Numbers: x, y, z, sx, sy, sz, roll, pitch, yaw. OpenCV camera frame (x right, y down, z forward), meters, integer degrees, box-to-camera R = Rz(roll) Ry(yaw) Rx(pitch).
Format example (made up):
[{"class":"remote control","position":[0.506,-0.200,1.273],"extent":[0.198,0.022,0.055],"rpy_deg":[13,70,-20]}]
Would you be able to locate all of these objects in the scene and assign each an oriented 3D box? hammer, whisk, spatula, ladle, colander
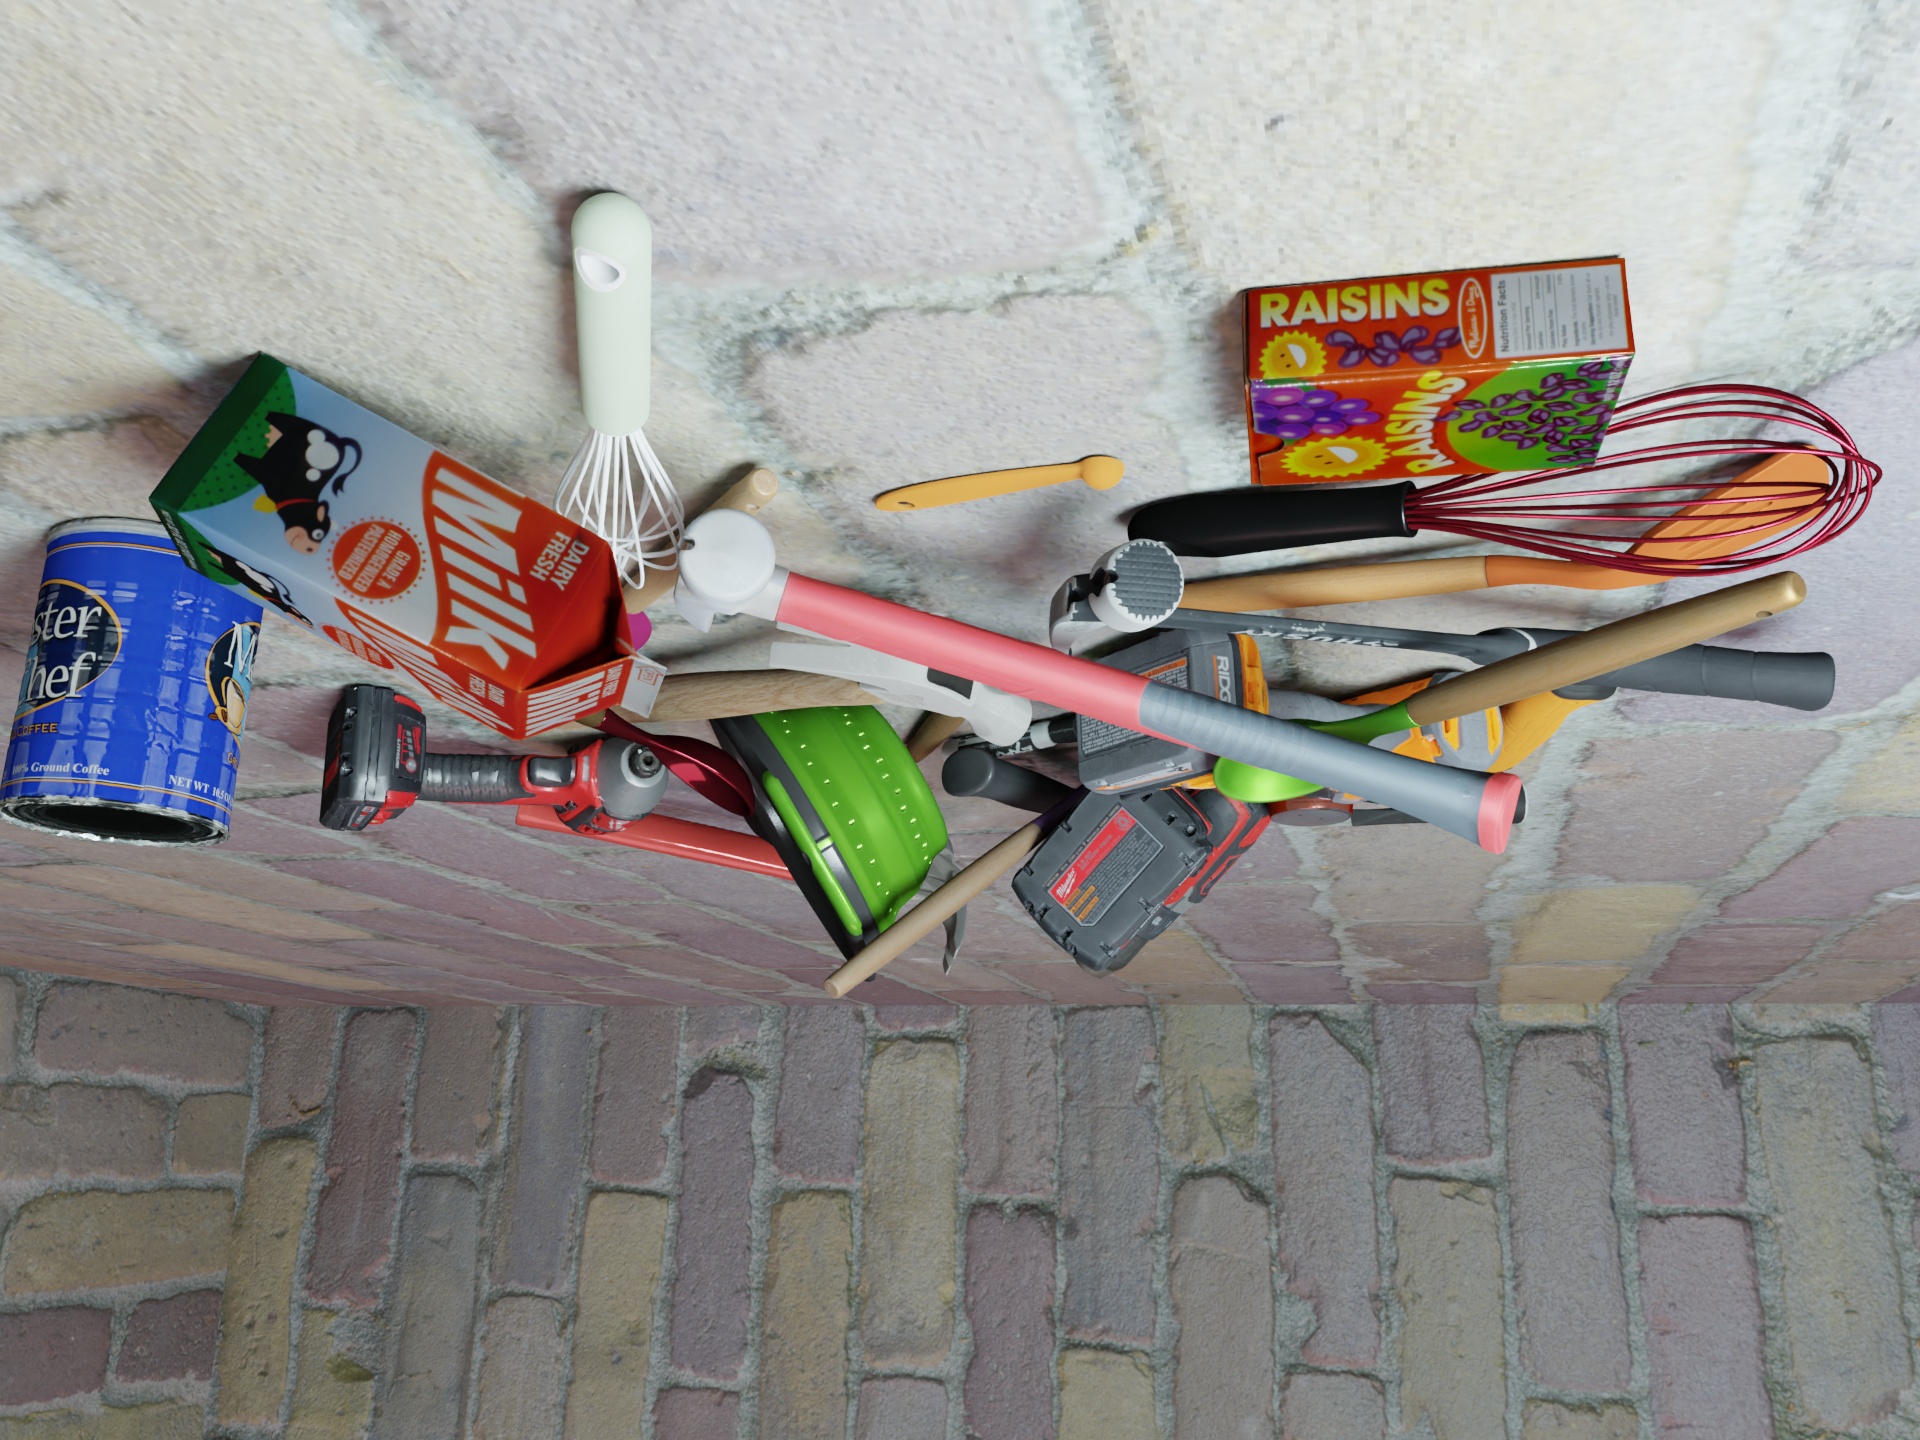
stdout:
[{"class":"hammer","position":[0.341,0.018,1.029],"extent":[0.127,0.034,0.336],"rpy_deg":[-1,164,4]},{"class":"whisk","position":[-0.129,-0.113,0.596],"extent":[0.058,0.059,0.246],"rpy_deg":[20,157,-3]},{"class":"spatula","position":[0.220,-0.075,0.737],"extent":[0.323,0.041,0.081],"rpy_deg":[-3,165,31]},{"class":"hammer","position":[0.237,-0.034,0.757],"extent":[0.408,0.036,0.149],"rpy_deg":[5,173,-14]},{"class":"ladle","position":[-0.209,-0.011,0.826],"extent":[0.069,0.031,0.315],"rpy_deg":[16,170,37]},{"class":"hammer","position":[-0.127,-0.016,0.877],"extent":[0.331,0.031,0.130],"rpy_deg":[-3,159,41]},{"class":"spatula","position":[0.031,0.081,0.985],"extent":[0.316,0.018,0.059],"rpy_deg":[-34,177,-38]},{"class":"spatula","position":[-0.002,-0.003,0.969],"extent":[0.082,0.044,0.317],"rpy_deg":[13,163,-10]},{"class":"hammer","position":[0.064,-0.010,0.710],"extent":[0.386,0.038,0.143],"rpy_deg":[17,174,-8]},{"class":"hammer","position":[-0.170,0.110,1.259],"extent":[0.359,0.149,0.036],"rpy_deg":[13,121,-13]},{"class":"whisk","position":[0.200,-0.087,0.640],"extent":[0.296,0.073,0.073],"rpy_deg":[-1,165,34]},{"class":"hammer","position":[0.080,0.059,1.146],"extent":[0.146,0.035,0.334],"rpy_deg":[-6,168,25]},{"class":"colander","position":[-0.091,0.054,1.087],"extent":[0.094,0.204,0.397],"rpy_deg":[-30,-173,-11]}]

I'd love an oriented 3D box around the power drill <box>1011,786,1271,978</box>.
[{"class":"power drill","position":[0.117,0.108,1.069],"extent":[0.188,0.080,0.226],"rpy_deg":[-50,161,14]}]

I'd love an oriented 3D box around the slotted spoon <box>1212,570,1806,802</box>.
[{"class":"slotted spoon","position":[0.223,-0.011,0.702],"extent":[0.070,0.031,0.314],"rpy_deg":[16,158,-27]}]

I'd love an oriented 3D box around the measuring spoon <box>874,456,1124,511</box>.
[{"class":"measuring spoon","position":[0.015,-0.099,0.689],"extent":[0.117,0.011,0.021],"rpy_deg":[-6,162,24]}]

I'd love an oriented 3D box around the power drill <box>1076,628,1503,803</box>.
[{"class":"power drill","position":[0.179,0.008,0.931],"extent":[0.226,0.084,0.164],"rpy_deg":[7,165,-31]}]

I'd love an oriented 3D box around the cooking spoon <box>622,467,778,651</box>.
[{"class":"cooking spoon","position":[-0.159,-0.067,0.804],"extent":[0.068,0.017,0.319],"rpy_deg":[10,163,-27]}]

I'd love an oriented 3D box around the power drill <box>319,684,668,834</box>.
[{"class":"power drill","position":[-0.311,0.035,1.083],"extent":[0.219,0.079,0.143],"rpy_deg":[7,164,-28]}]
